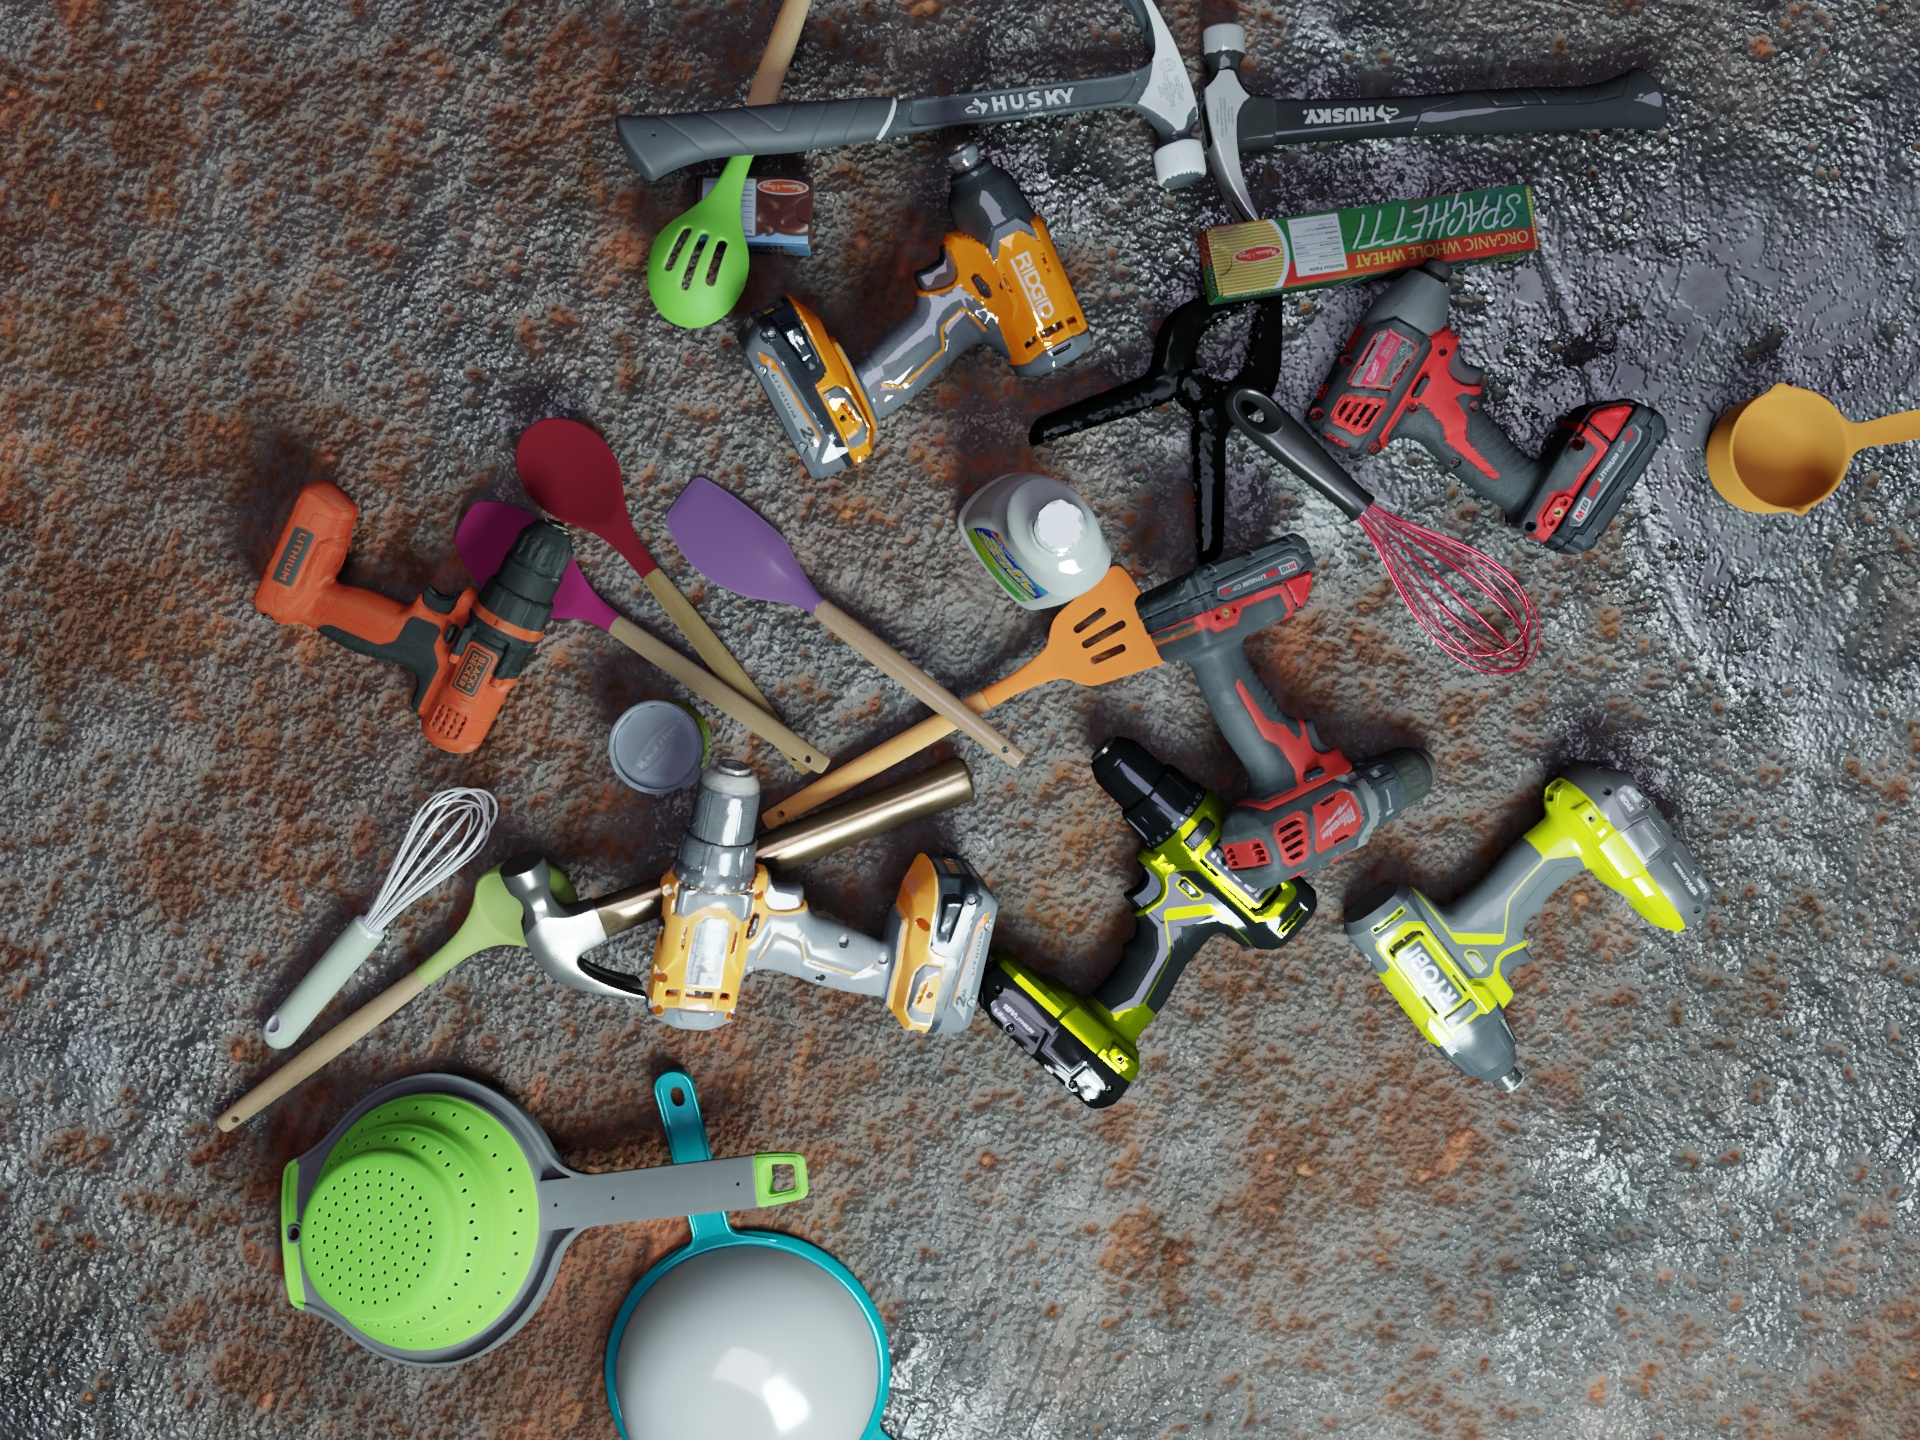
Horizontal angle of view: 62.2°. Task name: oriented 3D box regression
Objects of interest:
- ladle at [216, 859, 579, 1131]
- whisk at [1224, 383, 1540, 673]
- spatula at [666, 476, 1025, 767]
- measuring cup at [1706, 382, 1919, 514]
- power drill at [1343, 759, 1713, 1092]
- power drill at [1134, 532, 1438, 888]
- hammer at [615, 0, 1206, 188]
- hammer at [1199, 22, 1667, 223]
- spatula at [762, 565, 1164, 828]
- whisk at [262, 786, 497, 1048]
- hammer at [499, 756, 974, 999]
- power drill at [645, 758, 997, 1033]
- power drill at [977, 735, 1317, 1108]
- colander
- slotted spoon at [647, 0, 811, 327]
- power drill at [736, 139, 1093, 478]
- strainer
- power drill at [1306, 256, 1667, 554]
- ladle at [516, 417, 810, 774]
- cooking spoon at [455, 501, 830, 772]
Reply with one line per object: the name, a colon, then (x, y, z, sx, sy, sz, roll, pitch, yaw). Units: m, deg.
ladle: (-0.409, 0.205, 1.144, 0.320, 0.062, 0.078, -36, 112, 3)
whisk: (0.302, -0.138, 1.137, 0.296, 0.073, 0.073, 40, 91, -5)
spatula: (-0.083, -0.064, 1.145, 0.316, 0.018, 0.060, 37, 92, 6)
measuring cup: (0.631, -0.202, 1.158, 0.173, 0.052, 0.095, -11, 92, -3)
power drill: (0.416, 0.149, 1.155, 0.223, 0.080, 0.171, -38, 92, 4)
power drill: (0.238, -0.012, 1.125, 0.188, 0.080, 0.227, -21, 90, -30)
hammer: (-0.033, -0.427, 1.107, 0.409, 0.036, 0.149, -10, 90, -12)
hammer: (0.342, -0.433, 1.150, 0.334, 0.035, 0.146, -3, 91, -2)
spatula: (-0.002, -0.004, 1.164, 0.322, 0.041, 0.081, -29, 93, 4)
whisk: (-0.421, 0.143, 1.149, 0.246, 0.059, 0.058, -49, 56, 4)
hammer: (-0.145, 0.101, 1.129, 0.331, 0.031, 0.130, -20, 118, -12)
power drill: (-0.094, 0.125, 1.097, 0.226, 0.084, 0.185, 7, 105, -17)
power drill: (0.117, 0.143, 1.145, 0.190, 0.080, 0.228, 42, 88, -4)
colander: (-0.306, 0.339, 1.095, 0.397, 0.094, 0.204, -9, 79, 8)
slotted spoon: (-0.146, -0.424, 1.119, 0.070, 0.031, 0.314, 18, 81, 1)
power drill: (-0.038, -0.285, 1.104, 0.226, 0.084, 0.164, -28, 115, -1)
strainer: (-0.171, 0.422, 1.137, 0.211, 0.095, 0.340, -14, 94, -1)
power drill: (0.374, -0.223, 1.131, 0.219, 0.078, 0.143, 29, 103, 1)
ladle: (-0.208, -0.087, 1.152, 0.069, 0.031, 0.315, -37, 95, 13)
cooking spoon: (-0.228, -0.055, 1.146, 0.319, 0.017, 0.068, 34, 106, 3)
